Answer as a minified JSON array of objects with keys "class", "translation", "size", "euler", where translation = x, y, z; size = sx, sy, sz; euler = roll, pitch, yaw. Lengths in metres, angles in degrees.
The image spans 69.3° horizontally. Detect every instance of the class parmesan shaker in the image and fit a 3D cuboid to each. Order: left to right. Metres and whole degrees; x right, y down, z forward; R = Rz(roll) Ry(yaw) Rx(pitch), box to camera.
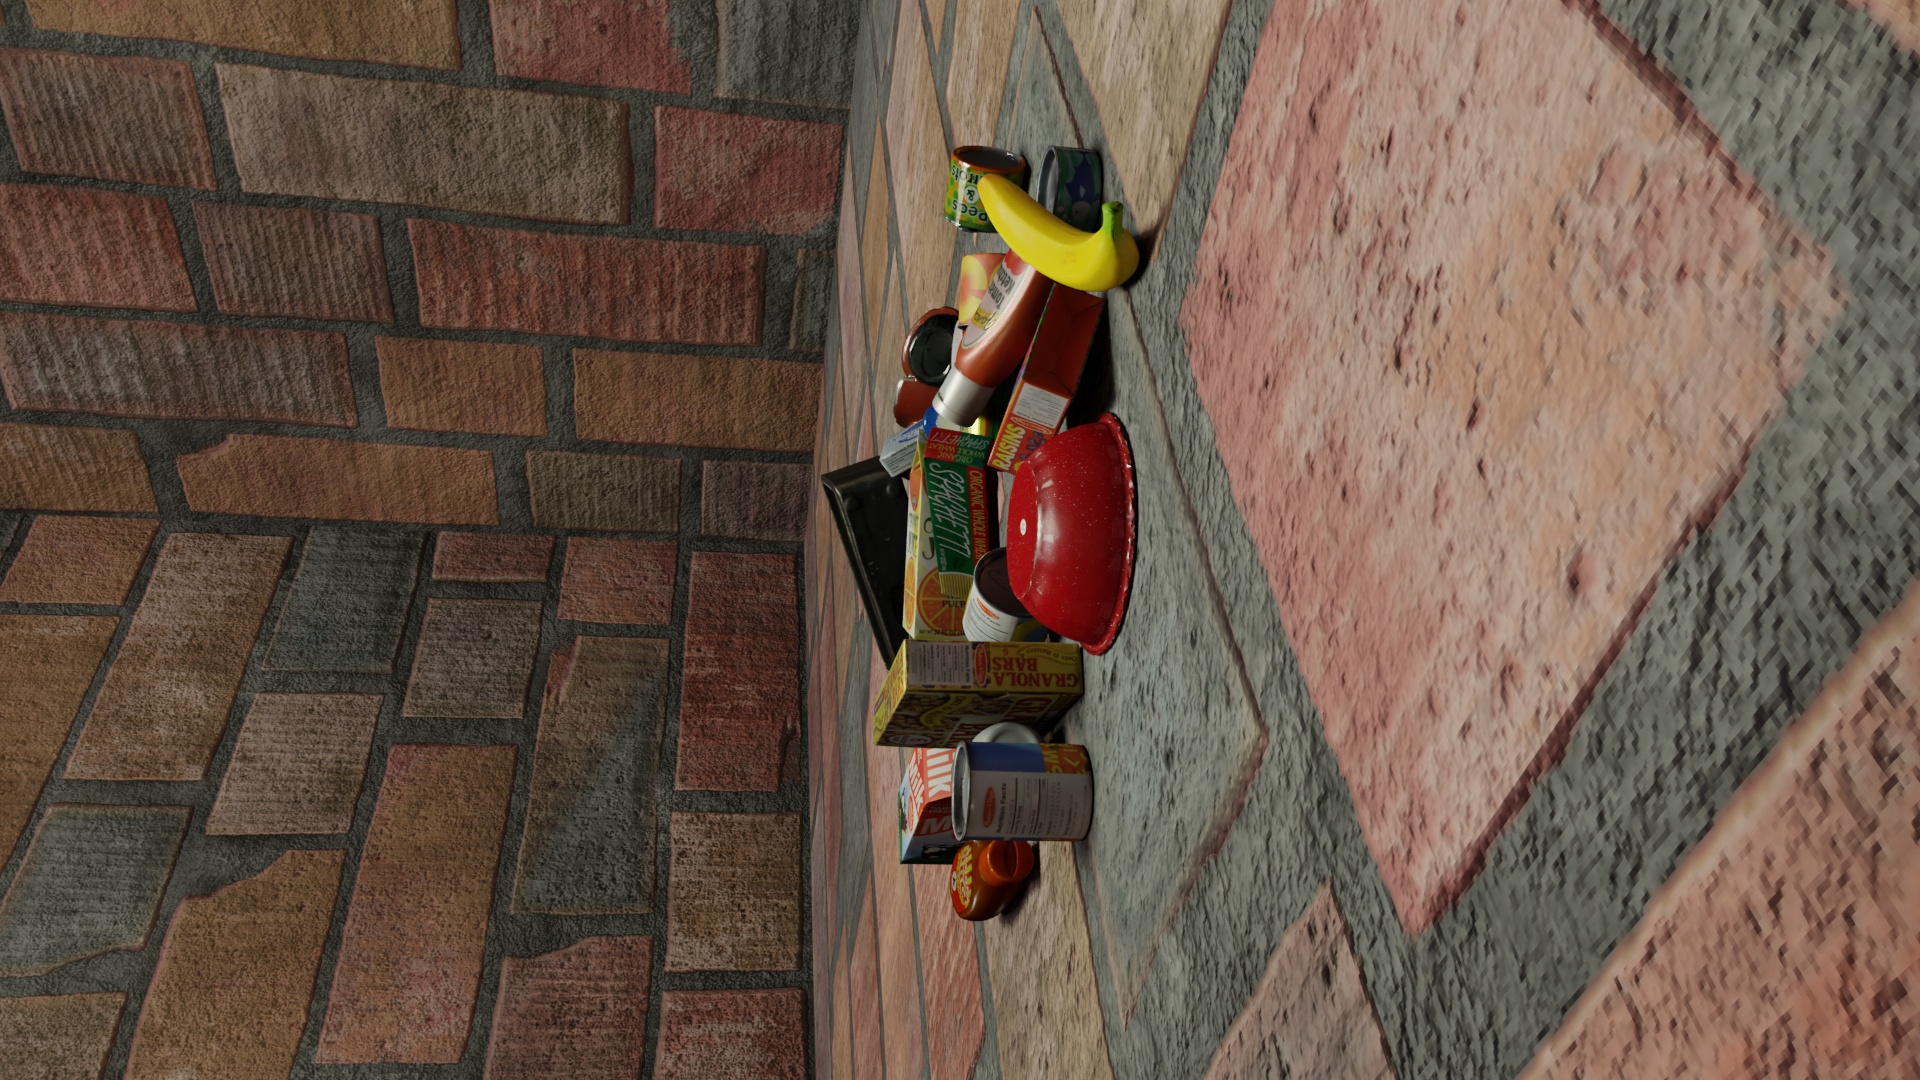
[{"class":"parmesan shaker","translation":[0.034,-0.106,1.094],"size":[0.071,0.071,0.103],"euler":[-153,66,-79]}]

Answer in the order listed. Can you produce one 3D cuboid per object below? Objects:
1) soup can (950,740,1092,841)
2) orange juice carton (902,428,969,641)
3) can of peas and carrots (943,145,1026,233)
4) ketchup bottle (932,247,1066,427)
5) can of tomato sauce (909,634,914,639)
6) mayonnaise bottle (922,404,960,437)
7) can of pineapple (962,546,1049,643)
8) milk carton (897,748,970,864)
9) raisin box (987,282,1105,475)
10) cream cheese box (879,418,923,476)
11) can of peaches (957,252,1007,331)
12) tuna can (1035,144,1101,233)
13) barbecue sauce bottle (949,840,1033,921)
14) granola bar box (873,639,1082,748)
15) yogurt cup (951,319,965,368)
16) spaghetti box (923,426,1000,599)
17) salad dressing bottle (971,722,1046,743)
[{"class":"soup can","translation":[0.040,0.168,0.935],"size":[0.071,0.084,0.071],"euler":[-175,88,-80]},{"class":"orange juice carton","translation":[-0.010,-0.006,1.295],"size":[0.073,0.072,0.192],"euler":[-158,70,-79]},{"class":"can of peas and carrots","translation":[0.020,-0.307,1.213],"size":[0.071,0.071,0.058],"euler":[-103,19,-57]},{"class":"ketchup bottle","translation":[0.029,-0.153,1.027],"size":[0.148,0.043,0.065],"euler":[-59,28,24]},{"class":"can of tomato sauce","translation":[-0.018,0.132,1.320],"size":[0.071,0.071,0.083],"euler":[-132,44,-76]},{"class":"mayonnaise bottle","translation":[0.010,-0.101,1.207],"size":[0.148,0.041,0.064],"euler":[-165,79,-66]},{"class":"can of pineapple","translation":[0.039,0.046,1.029],"size":[0.057,0.071,0.071],"euler":[104,165,-49]},{"class":"milk carton","translation":[-0.006,0.218,1.211],"size":[0.189,0.073,0.072],"euler":[108,162,-55]},{"class":"raisin box","translation":[0.059,-0.108,0.966],"size":[0.123,0.040,0.086],"euler":[113,176,-63]},{"class":"cream cheese box","translation":[-0.026,-0.101,1.330],"size":[0.024,0.103,0.053],"euler":[56,-162,-22]},{"class":"can of peaches","translation":[0.033,-0.199,1.122],"size":[0.071,0.071,0.058],"euler":[-174,87,-80]},{"class":"tuna can","translation":[0.076,-0.243,0.983],"size":[0.071,0.033,0.071],"euler":[-175,88,-80]},{"class":"barbecue sauce bottle","translation":[0.025,0.264,1.109],"size":[0.148,0.044,0.065],"euler":[117,155,-66]},{"class":"granola bar box","translation":[0.008,0.115,1.011],"size":[0.165,0.124,0.039],"euler":[116,154,-66]},{"class":"yogurt cup","translation":[0.023,-0.163,1.203],"size":[0.072,0.054,0.072],"euler":[-175,88,-81]},{"class":"spaghetti box","translation":[0.004,-0.014,1.119],"size":[0.249,0.050,0.029],"euler":[84,-160,-63]},{"class":"salad dressing bottle","translation":[0.034,0.179,1.045],"size":[0.147,0.064,0.044],"euler":[94,-170,-65]}]
